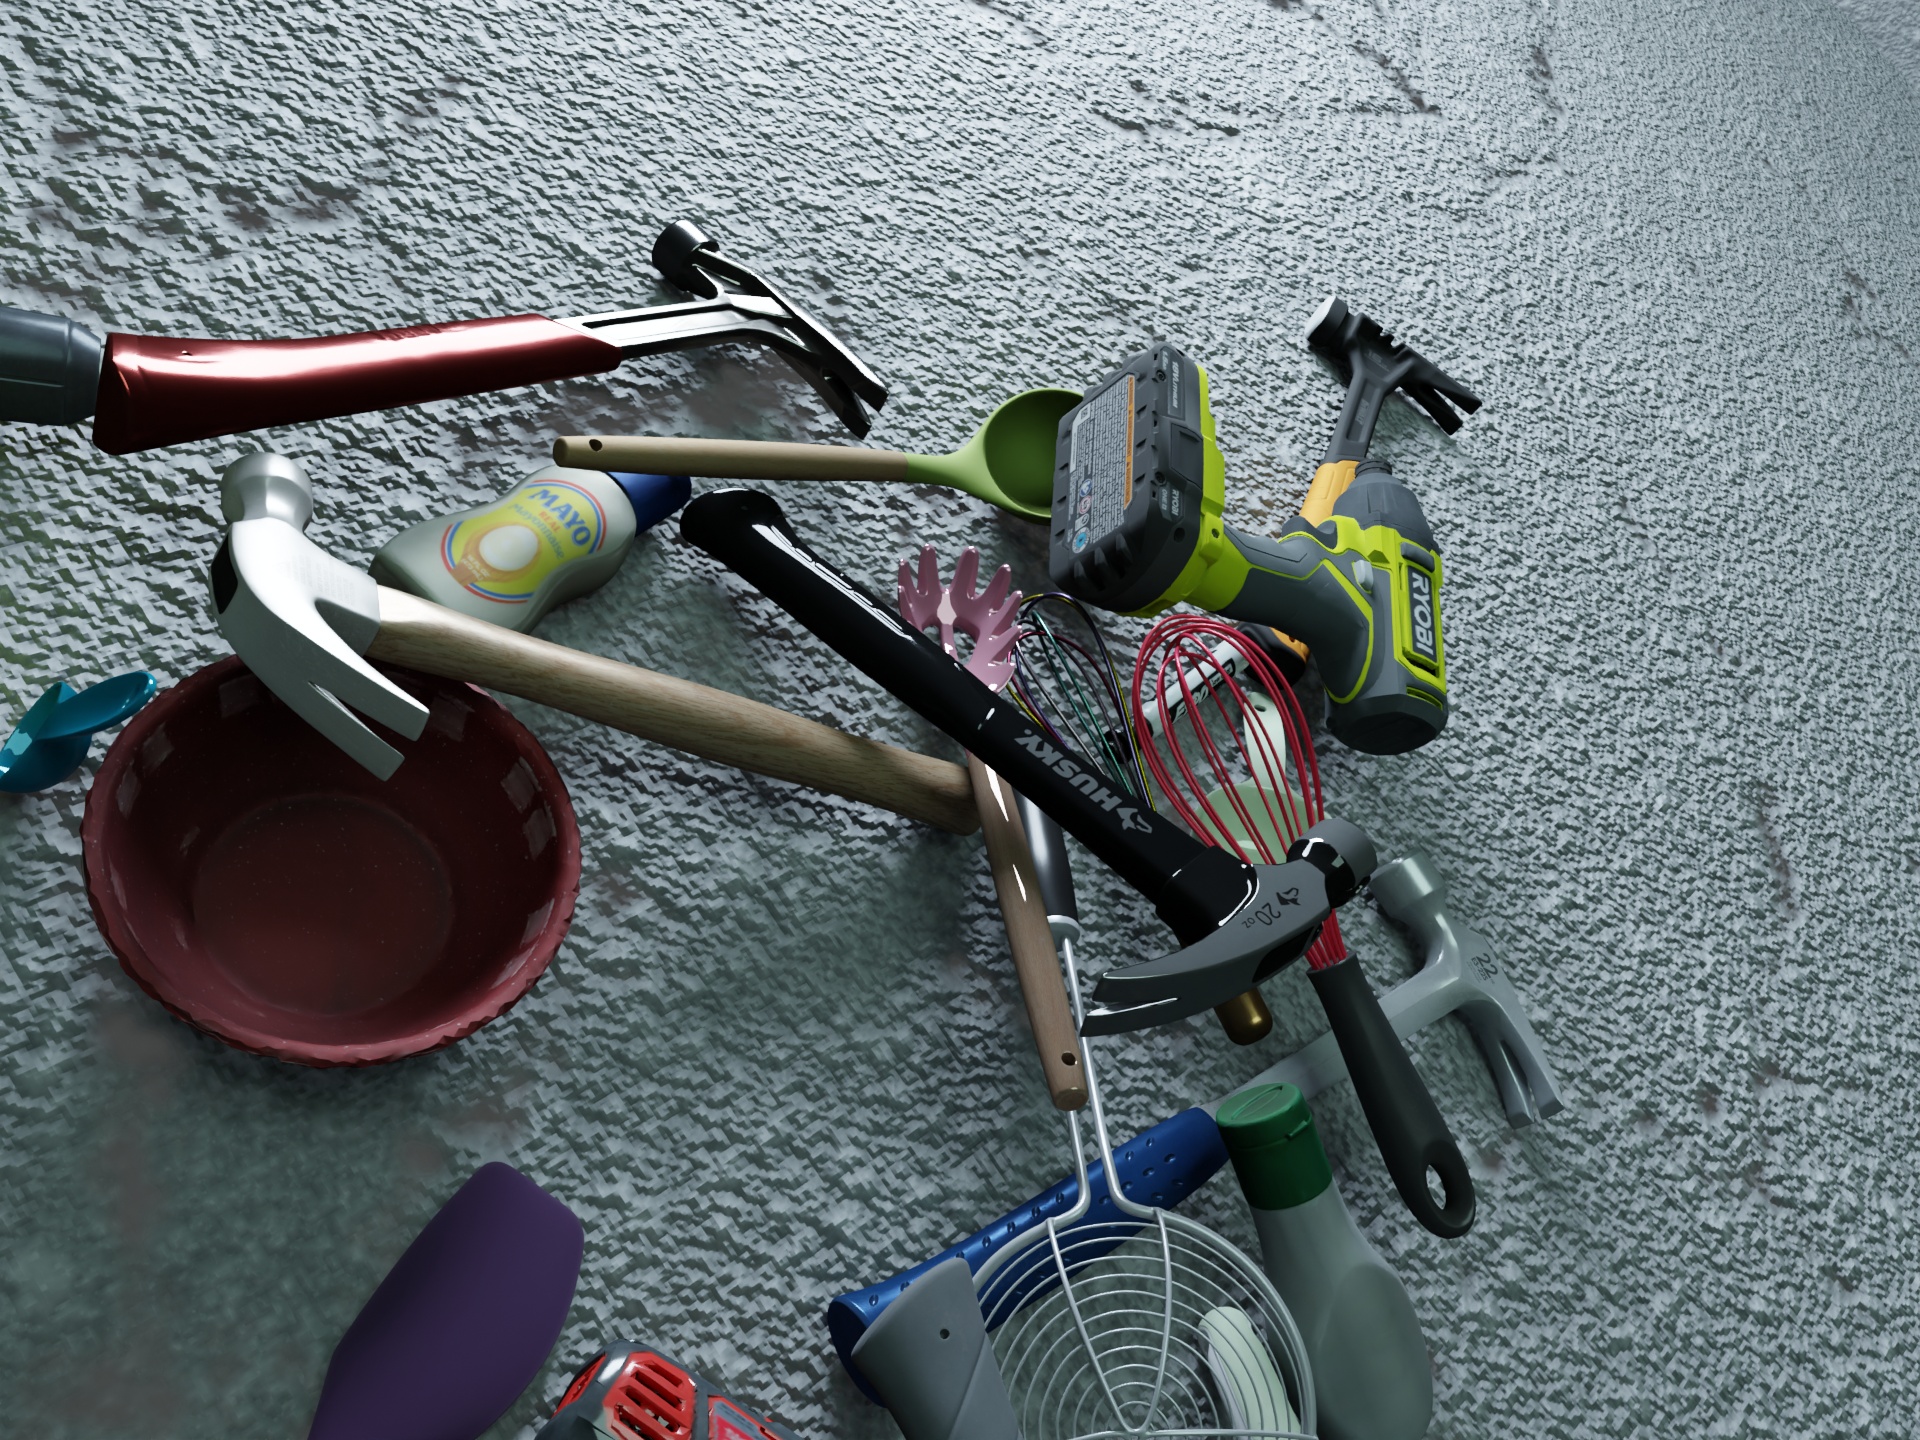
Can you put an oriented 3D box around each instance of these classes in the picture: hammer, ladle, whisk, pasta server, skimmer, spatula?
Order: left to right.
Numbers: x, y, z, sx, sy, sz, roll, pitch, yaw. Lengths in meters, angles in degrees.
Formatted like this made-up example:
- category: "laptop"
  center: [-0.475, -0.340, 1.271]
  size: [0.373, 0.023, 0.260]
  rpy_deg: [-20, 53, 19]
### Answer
- category: "spatula"
  center: [-0.211, 0.264, 0.455]
  size: [0.060, 0.018, 0.316]
  rpy_deg: [39, 48, -3]
- category: "hammer"
  center: [-0.185, -0.151, 0.676]
  size: [0.149, 0.036, 0.359]
  rpy_deg: [43, 36, 14]
- category: "hammer"
  center: [-0.120, -0.004, 0.624]
  size: [0.331, 0.031, 0.130]
  rpy_deg: [19, 30, -36]
- category: "ladle"
  center: [-0.043, -0.128, 0.757]
  size: [0.320, 0.062, 0.078]
  rpy_deg: [-6, 68, -43]
- category: "hammer"
  center: [-0.001, -0.002, 0.661]
  size: [0.335, 0.035, 0.146]
  rpy_deg: [38, 46, 25]
- category: "pasta server"
  center: [0.016, 0.028, 0.675]
  size: [0.060, 0.040, 0.317]
  rpy_deg: [2, 39, -13]
- category: "skimmer"
  center: [0.044, 0.148, 0.628]
  size: [0.127, 0.090, 0.364]
  rpy_deg: [-6, 37, -1]
- category: "whisk"
  center: [0.077, 0.041, 0.741]
  size: [0.047, 0.051, 0.245]
  rpy_deg: [-19, 62, -13]
- category: "hammer"
  center: [0.061, 0.336, 0.400]
  size: [0.149, 0.036, 0.409]
  rpy_deg: [-8, 56, -26]
- category: "hammer"
  center: [0.119, 0.180, 0.691]
  size: [0.405, 0.035, 0.144]
  rpy_deg: [-19, 71, -37]
- category: "whisk"
  center: [0.154, 0.088, 0.696]
  size: [0.073, 0.073, 0.296]
  rpy_deg: [-21, 85, -38]
- category: "whisk"
  center: [0.121, 0.285, 0.540]
  size: [0.059, 0.057, 0.246]
  rpy_deg: [-11, 19, -4]
- category: "hammer"
  center: [0.234, -0.135, 0.968]
  size: [0.127, 0.034, 0.337]
  rpy_deg: [33, 49, -6]

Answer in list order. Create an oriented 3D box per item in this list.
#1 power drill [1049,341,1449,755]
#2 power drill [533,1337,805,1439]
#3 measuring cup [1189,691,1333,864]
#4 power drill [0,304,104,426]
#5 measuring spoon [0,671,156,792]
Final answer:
- category: "power drill"
  center: [0.158, -0.094, 0.817]
  size: [0.223, 0.080, 0.171]
  rpy_deg: [21, 58, -29]
- category: "power drill"
  center: [-0.075, 0.306, 0.439]
  size: [0.188, 0.080, 0.227]
  rpy_deg: [35, 31, -1]
- category: "measuring cup"
  center: [0.151, 0.043, 0.804]
  size: [0.083, 0.038, 0.168]
  rpy_deg: [12, 34, -1]
- category: "power drill"
  center: [-0.397, -0.071, 0.531]
  size: [0.190, 0.080, 0.229]
  rpy_deg: [4, 55, -28]
- category: "measuring spoon"
  center: [-0.284, 0.004, 0.522]
  size: [0.021, 0.128, 0.042]
  rpy_deg: [40, 56, -35]
